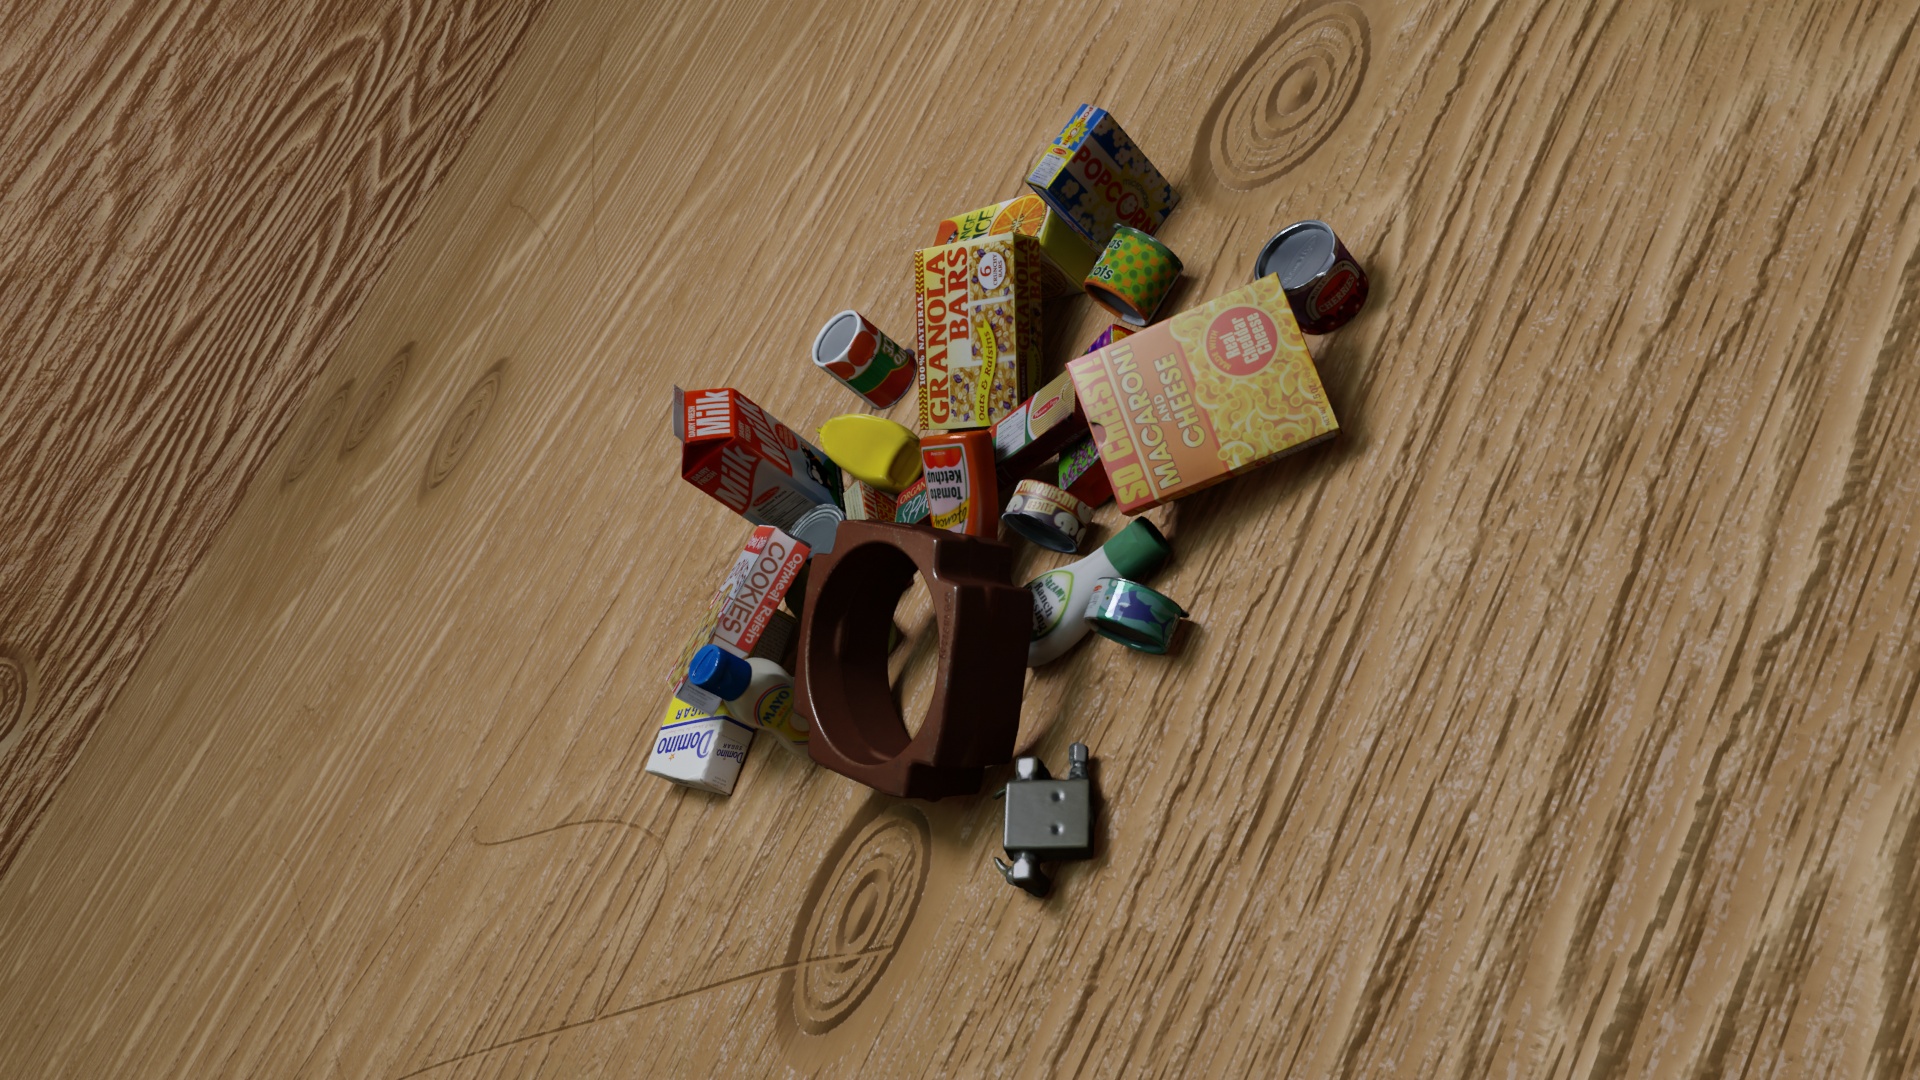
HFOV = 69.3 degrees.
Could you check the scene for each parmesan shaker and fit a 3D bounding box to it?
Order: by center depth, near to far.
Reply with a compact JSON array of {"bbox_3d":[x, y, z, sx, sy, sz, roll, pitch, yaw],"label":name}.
[{"bbox_3d":[-0.106,0.062,1.224,0.071,0.071,0.103,-51,38,4],"label":"parmesan shaker"}]

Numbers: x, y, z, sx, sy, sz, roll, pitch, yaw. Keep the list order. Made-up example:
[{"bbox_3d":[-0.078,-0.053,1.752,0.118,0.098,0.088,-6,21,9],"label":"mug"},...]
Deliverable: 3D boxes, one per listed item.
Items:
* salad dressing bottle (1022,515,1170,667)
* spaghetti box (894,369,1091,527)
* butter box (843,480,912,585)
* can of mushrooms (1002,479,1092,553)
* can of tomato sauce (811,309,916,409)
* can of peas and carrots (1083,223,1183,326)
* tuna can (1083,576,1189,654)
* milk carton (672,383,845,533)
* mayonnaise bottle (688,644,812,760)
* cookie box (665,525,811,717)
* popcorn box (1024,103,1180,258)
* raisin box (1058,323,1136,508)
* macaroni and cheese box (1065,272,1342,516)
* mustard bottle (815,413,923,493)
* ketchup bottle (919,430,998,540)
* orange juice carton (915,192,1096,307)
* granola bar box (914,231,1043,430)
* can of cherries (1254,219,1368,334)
[{"bbox_3d":[0.092,0.039,1.061,0.147,0.044,0.064,-39,43,18],"label":"salad dressing bottle"},{"bbox_3d":[0.024,-0.065,1.171,0.249,0.028,0.050,-34,41,44],"label":"spaghetti box"},{"bbox_3d":[-0.075,-0.004,1.252,0.024,0.053,0.104,-38,41,24],"label":"butter box"},{"bbox_3d":[0.069,-0.020,1.106,0.071,0.071,0.033,11,70,48],"label":"can of mushrooms"},{"bbox_3d":[-0.094,-0.181,1.376,0.071,0.083,0.071,-26,47,31],"label":"can of tomato sauce"},{"bbox_3d":[0.144,-0.225,1.180,0.071,0.071,0.059,29,86,51],"label":"can of peas and carrots"},{"bbox_3d":[0.126,0.055,1.000,0.071,0.071,0.033,7,69,47],"label":"tuna can"},{"bbox_3d":[-0.202,-0.076,1.322,0.073,0.190,0.073,-34,43,23],"label":"milk carton"},{"bbox_3d":[-0.161,0.132,1.163,0.065,0.148,0.041,-56,40,-1],"label":"mayonnaise bottle"},{"bbox_3d":[-0.196,0.066,1.225,0.167,0.040,0.123,-60,14,-7],"label":"cookie box"},{"bbox_3d":[0.126,-0.308,1.215,0.085,0.126,0.038,-54,42,2],"label":"popcorn box"},{"bbox_3d":[0.117,-0.101,1.121,0.085,0.040,0.124,-46,34,47],"label":"raisin box"},{"bbox_3d":[0.175,-0.104,1.012,0.166,0.040,0.124,-22,79,15],"label":"macaroni and cheese box"},{"bbox_3d":[-0.094,-0.092,1.339,0.160,0.048,0.065,27,83,51],"label":"mustard bottle"},{"bbox_3d":[0.004,-0.014,1.133,0.064,0.044,0.148,-1,97,45],"label":"ketchup bottle"},{"bbox_3d":[0.033,-0.267,1.319,0.192,0.073,0.072,-5,61,44],"label":"orange juice carton"},{"bbox_3d":[0.016,-0.184,1.245,0.124,0.039,0.165,0,92,44],"label":"granola bar box"},{"bbox_3d":[0.266,-0.197,1.047,0.071,0.058,0.072,-25,46,30],"label":"can of cherries"}]
